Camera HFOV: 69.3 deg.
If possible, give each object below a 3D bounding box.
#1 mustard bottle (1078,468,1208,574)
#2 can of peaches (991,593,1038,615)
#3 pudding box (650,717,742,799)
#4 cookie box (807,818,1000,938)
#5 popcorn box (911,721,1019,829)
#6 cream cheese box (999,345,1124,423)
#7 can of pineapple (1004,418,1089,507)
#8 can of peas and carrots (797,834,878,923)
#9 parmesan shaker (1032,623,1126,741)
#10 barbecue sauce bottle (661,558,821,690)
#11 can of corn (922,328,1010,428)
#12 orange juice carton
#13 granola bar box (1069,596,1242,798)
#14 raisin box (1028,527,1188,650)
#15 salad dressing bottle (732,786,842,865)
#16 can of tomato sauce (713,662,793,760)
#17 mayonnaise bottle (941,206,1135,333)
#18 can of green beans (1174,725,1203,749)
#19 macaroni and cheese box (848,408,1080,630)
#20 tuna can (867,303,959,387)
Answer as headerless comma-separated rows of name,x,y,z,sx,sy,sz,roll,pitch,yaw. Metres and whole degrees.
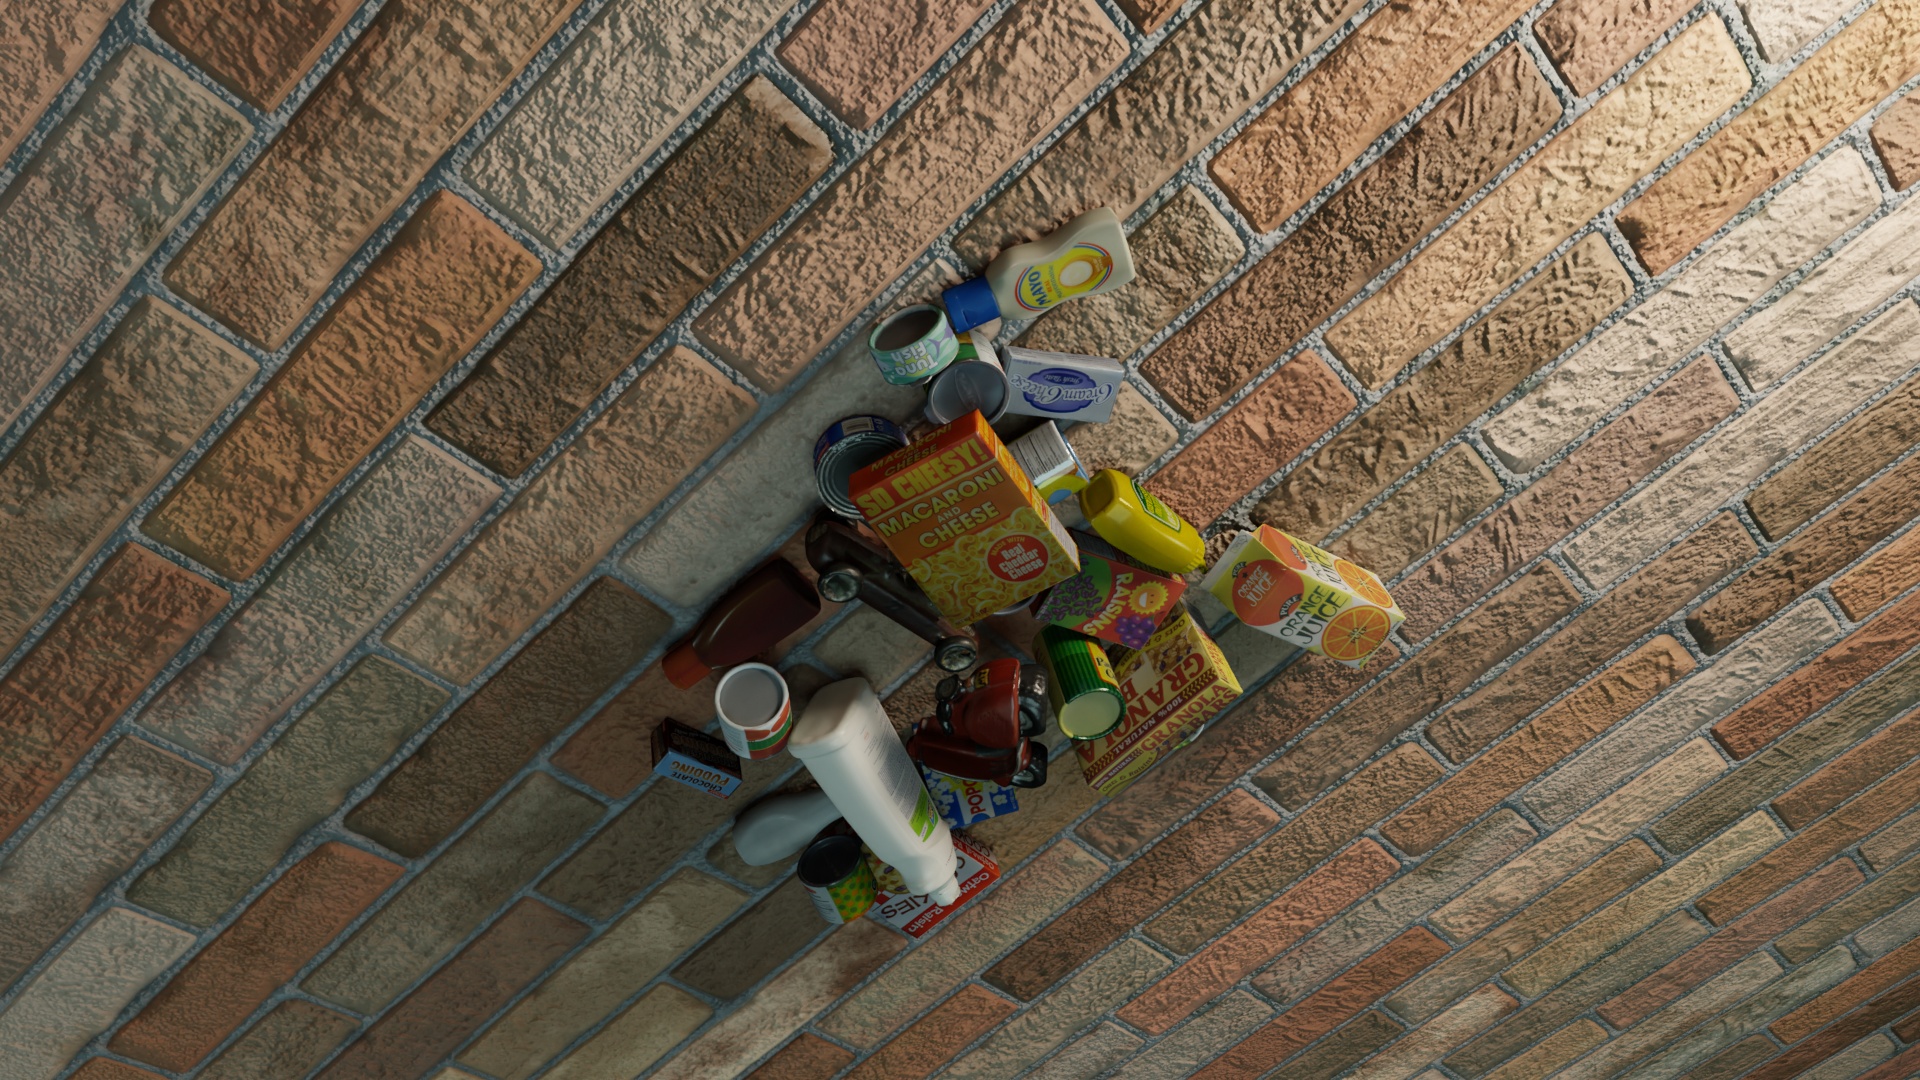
mustard bottle,0.175,-0.008,1.249,0.160,0.065,0.048,29,120,-35
can of peaches,0.036,0.023,1.239,0.071,0.058,0.071,-6,126,-8
pudding box,-0.249,0.206,1.309,0.083,0.050,0.030,30,113,-29
cookie box,-0.058,0.337,1.454,0.122,0.040,0.167,-40,123,15
popcorn box,0.006,0.227,1.391,0.085,0.038,0.126,-15,127,-3
cream cheese box,0.081,-0.130,1.160,0.104,0.024,0.053,5,124,-16
can of pineapple,0.070,-0.061,1.182,0.058,0.071,0.070,-30,126,9
can of peas and carrots,-0.119,0.333,1.374,0.071,0.071,0.058,-19,123,1
parmesan shaker,0.112,0.132,1.306,0.071,0.103,0.071,-6,126,-9
barbecue sauce bottle,-0.199,0.079,1.234,0.148,0.044,0.064,-35,127,13
can of corn,-0.001,-0.129,1.121,0.071,0.058,0.070,-6,126,-9
orange juice carton,0.318,0.048,1.313,0.193,0.073,0.071,22,118,-25
granola bar box,0.174,0.146,1.318,0.165,0.125,0.039,-43,124,18
raisin box,0.135,0.046,1.290,0.123,0.040,0.085,18,118,-25
salad dressing bottle,-0.153,0.272,1.384,0.147,0.044,0.064,-27,124,5
can of tomato sauce,-0.185,0.154,1.258,0.071,0.071,0.082,-8,154,-7
mayonnaise bottle,0.059,-0.206,1.090,0.148,0.041,0.064,-22,129,3
can of green beans,0.203,0.166,1.380,0.071,0.058,0.071,-6,126,-8
macaroni and cheese box,0.004,-0.014,1.142,0.123,0.040,0.166,-27,123,17
tuna can,-0.037,-0.153,1.087,0.071,0.071,0.032,-25,126,5
